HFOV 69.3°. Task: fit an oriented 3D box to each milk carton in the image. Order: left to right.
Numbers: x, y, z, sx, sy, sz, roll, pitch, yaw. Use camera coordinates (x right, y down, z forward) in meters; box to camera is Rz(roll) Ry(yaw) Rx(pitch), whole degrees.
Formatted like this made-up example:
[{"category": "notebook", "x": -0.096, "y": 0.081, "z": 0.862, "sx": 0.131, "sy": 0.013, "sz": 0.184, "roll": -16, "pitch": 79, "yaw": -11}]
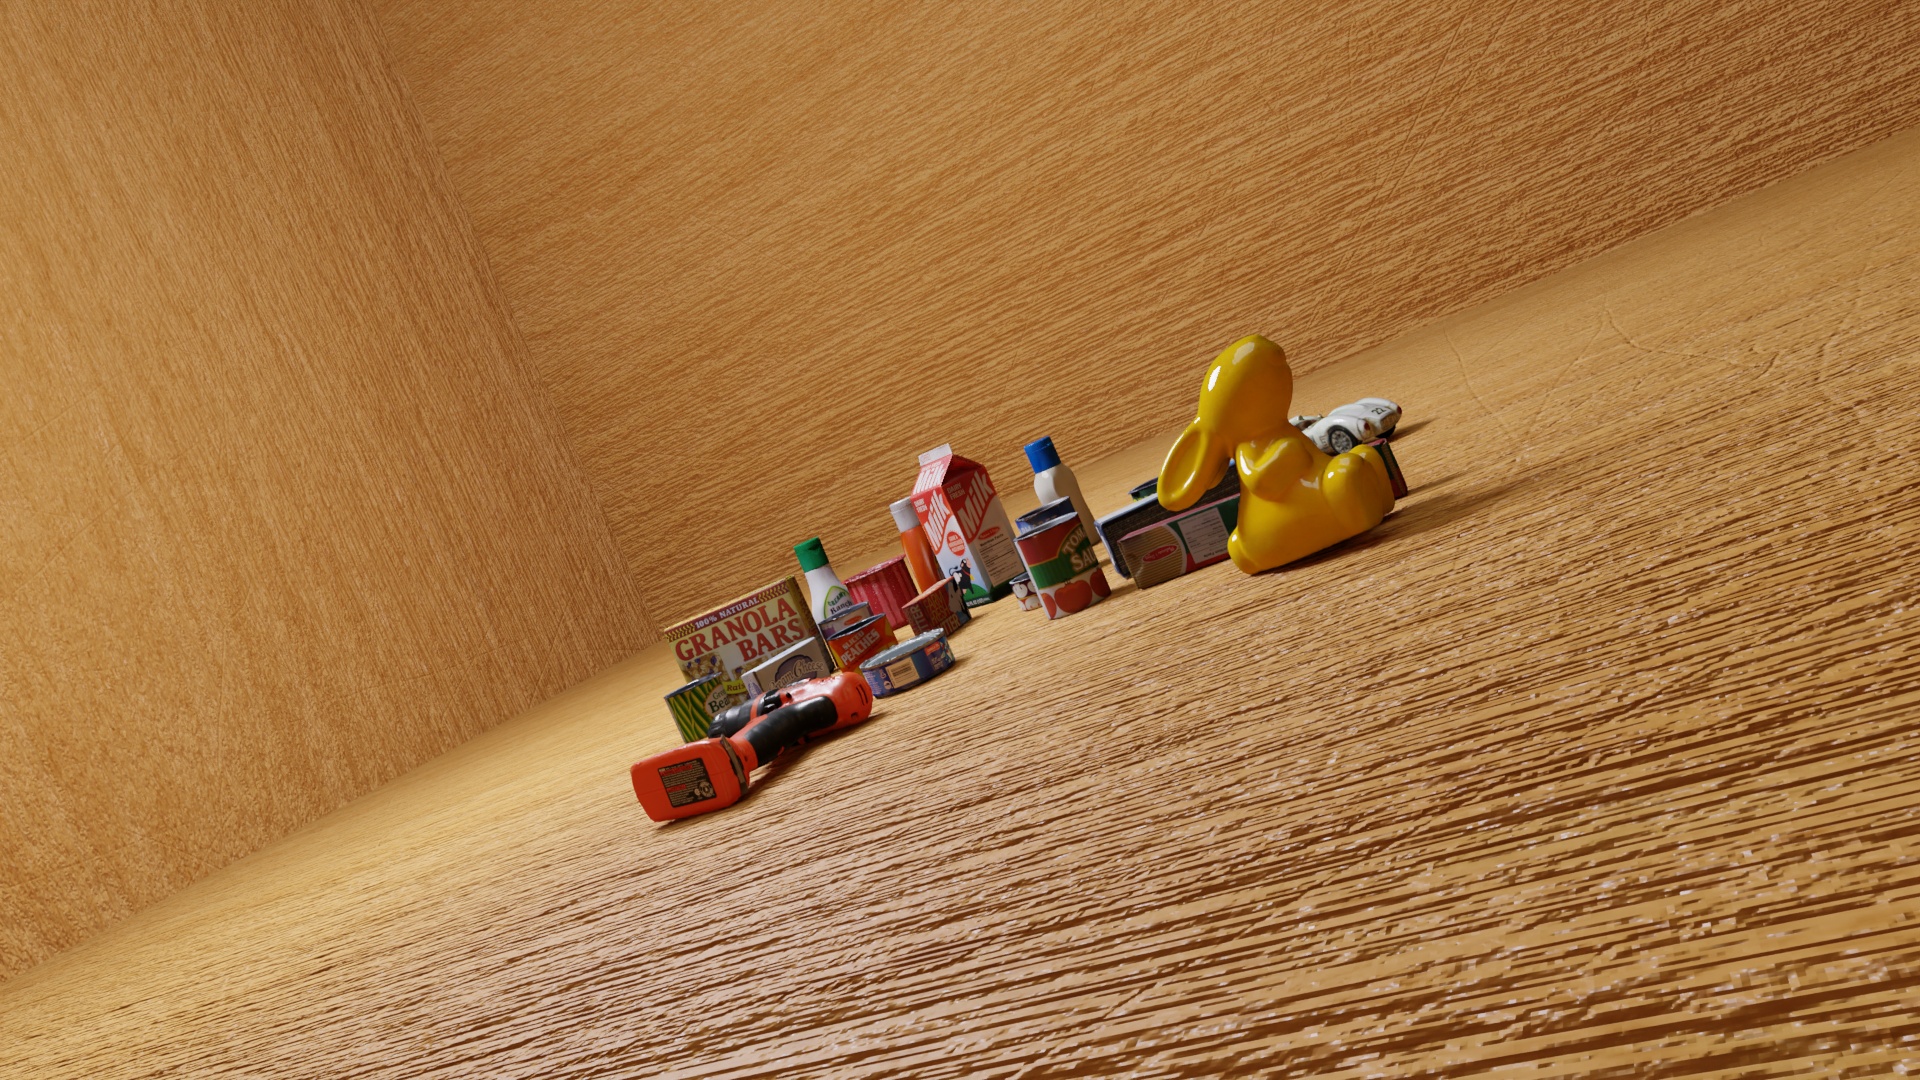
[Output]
[{"category": "milk carton", "x": 0.006, "y": -0.021, "z": 1.646, "sx": 0.074, "sy": 0.190, "sz": 0.072, "roll": -26, "pitch": 4, "yaw": -35}]

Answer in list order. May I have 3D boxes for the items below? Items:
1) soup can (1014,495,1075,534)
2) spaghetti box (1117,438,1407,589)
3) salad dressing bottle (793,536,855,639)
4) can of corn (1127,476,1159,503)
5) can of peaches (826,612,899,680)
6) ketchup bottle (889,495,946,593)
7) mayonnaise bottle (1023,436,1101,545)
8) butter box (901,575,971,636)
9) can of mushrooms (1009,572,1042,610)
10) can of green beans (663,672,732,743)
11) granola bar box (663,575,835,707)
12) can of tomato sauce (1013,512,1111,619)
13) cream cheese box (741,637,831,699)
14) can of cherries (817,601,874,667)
[{"category": "soup can", "x": 0.105, "y": 0.003, "z": 1.528, "sx": 0.071, "sy": 0.083, "sz": 0.071, "roll": -24, "pitch": 4, "yaw": 2}, {"category": "spaghetti box", "x": 0.257, "y": -0.021, "z": 1.197, "sx": 0.249, "sy": 0.050, "sz": 0.029, "roll": -22, "pitch": 4, "yaw": 27}, {"category": "salad dressing bottle", "x": -0.174, "y": 0.069, "z": 1.823, "sx": 0.064, "sy": 0.147, "sz": 0.044, "roll": -26, "pitch": 4, "yaw": -31}, {"category": "can of corn", "x": 0.230, "y": -0.041, "z": 1.566, "sx": 0.071, "sy": 0.058, "sz": 0.071, "roll": -24, "pitch": 4, "yaw": 2}, {"category": "can of peaches", "x": -0.095, "y": 0.114, "z": 1.415, "sx": 0.071, "sy": 0.058, "sz": 0.071, "roll": -24, "pitch": 4, "yaw": 2}, {"category": "ketchup bottle", "x": -0.044, "y": 0.017, "z": 1.743, "sx": 0.043, "sy": 0.148, "sz": 0.065, "roll": -23, "pitch": 4, "yaw": 21}, {"category": "mayonnaise bottle", "x": 0.125, "y": -0.057, "z": 1.743, "sx": 0.041, "sy": 0.148, "sz": 0.065, "roll": -21, "pitch": 5, "yaw": 42}, {"category": "butter box", "x": -0.024, "y": 0.078, "z": 1.510, "sx": 0.024, "sy": 0.053, "sz": 0.104, "roll": -22, "pitch": 4, "yaw": 25}, {"category": "can of mushrooms", "x": 0.086, "y": 0.046, "z": 1.436, "sx": 0.071, "sy": 0.033, "sz": 0.071, "roll": -24, "pitch": 4, "yaw": 2}, {"category": "can of green beans", "x": -0.293, "y": 0.189, "z": 1.567, "sx": 0.071, "sy": 0.058, "sz": 0.071, "roll": -24, "pitch": 4, "yaw": 2}, {"category": "granola bar box", "x": -0.248, "y": 0.129, "z": 1.627, "sx": 0.165, "sy": 0.124, "sz": 0.039, "roll": -23, "pitch": 3, "yaw": 11}, {"category": "can of tomato sauce", "x": 0.098, "y": 0.023, "z": 1.303, "sx": 0.071, "sy": 0.083, "sz": 0.071, "roll": -24, "pitch": 4, "yaw": 2}, {"category": "cream cheese box", "x": -0.187, "y": 0.149, "z": 1.515, "sx": 0.024, "sy": 0.053, "sz": 0.104, "roll": -21, "pitch": 5, "yaw": 39}, {"category": "can of cherries", "x": -0.127, "y": 0.111, "z": 1.636, "sx": 0.071, "sy": 0.058, "sz": 0.071, "roll": -24, "pitch": 4, "yaw": 2}]
